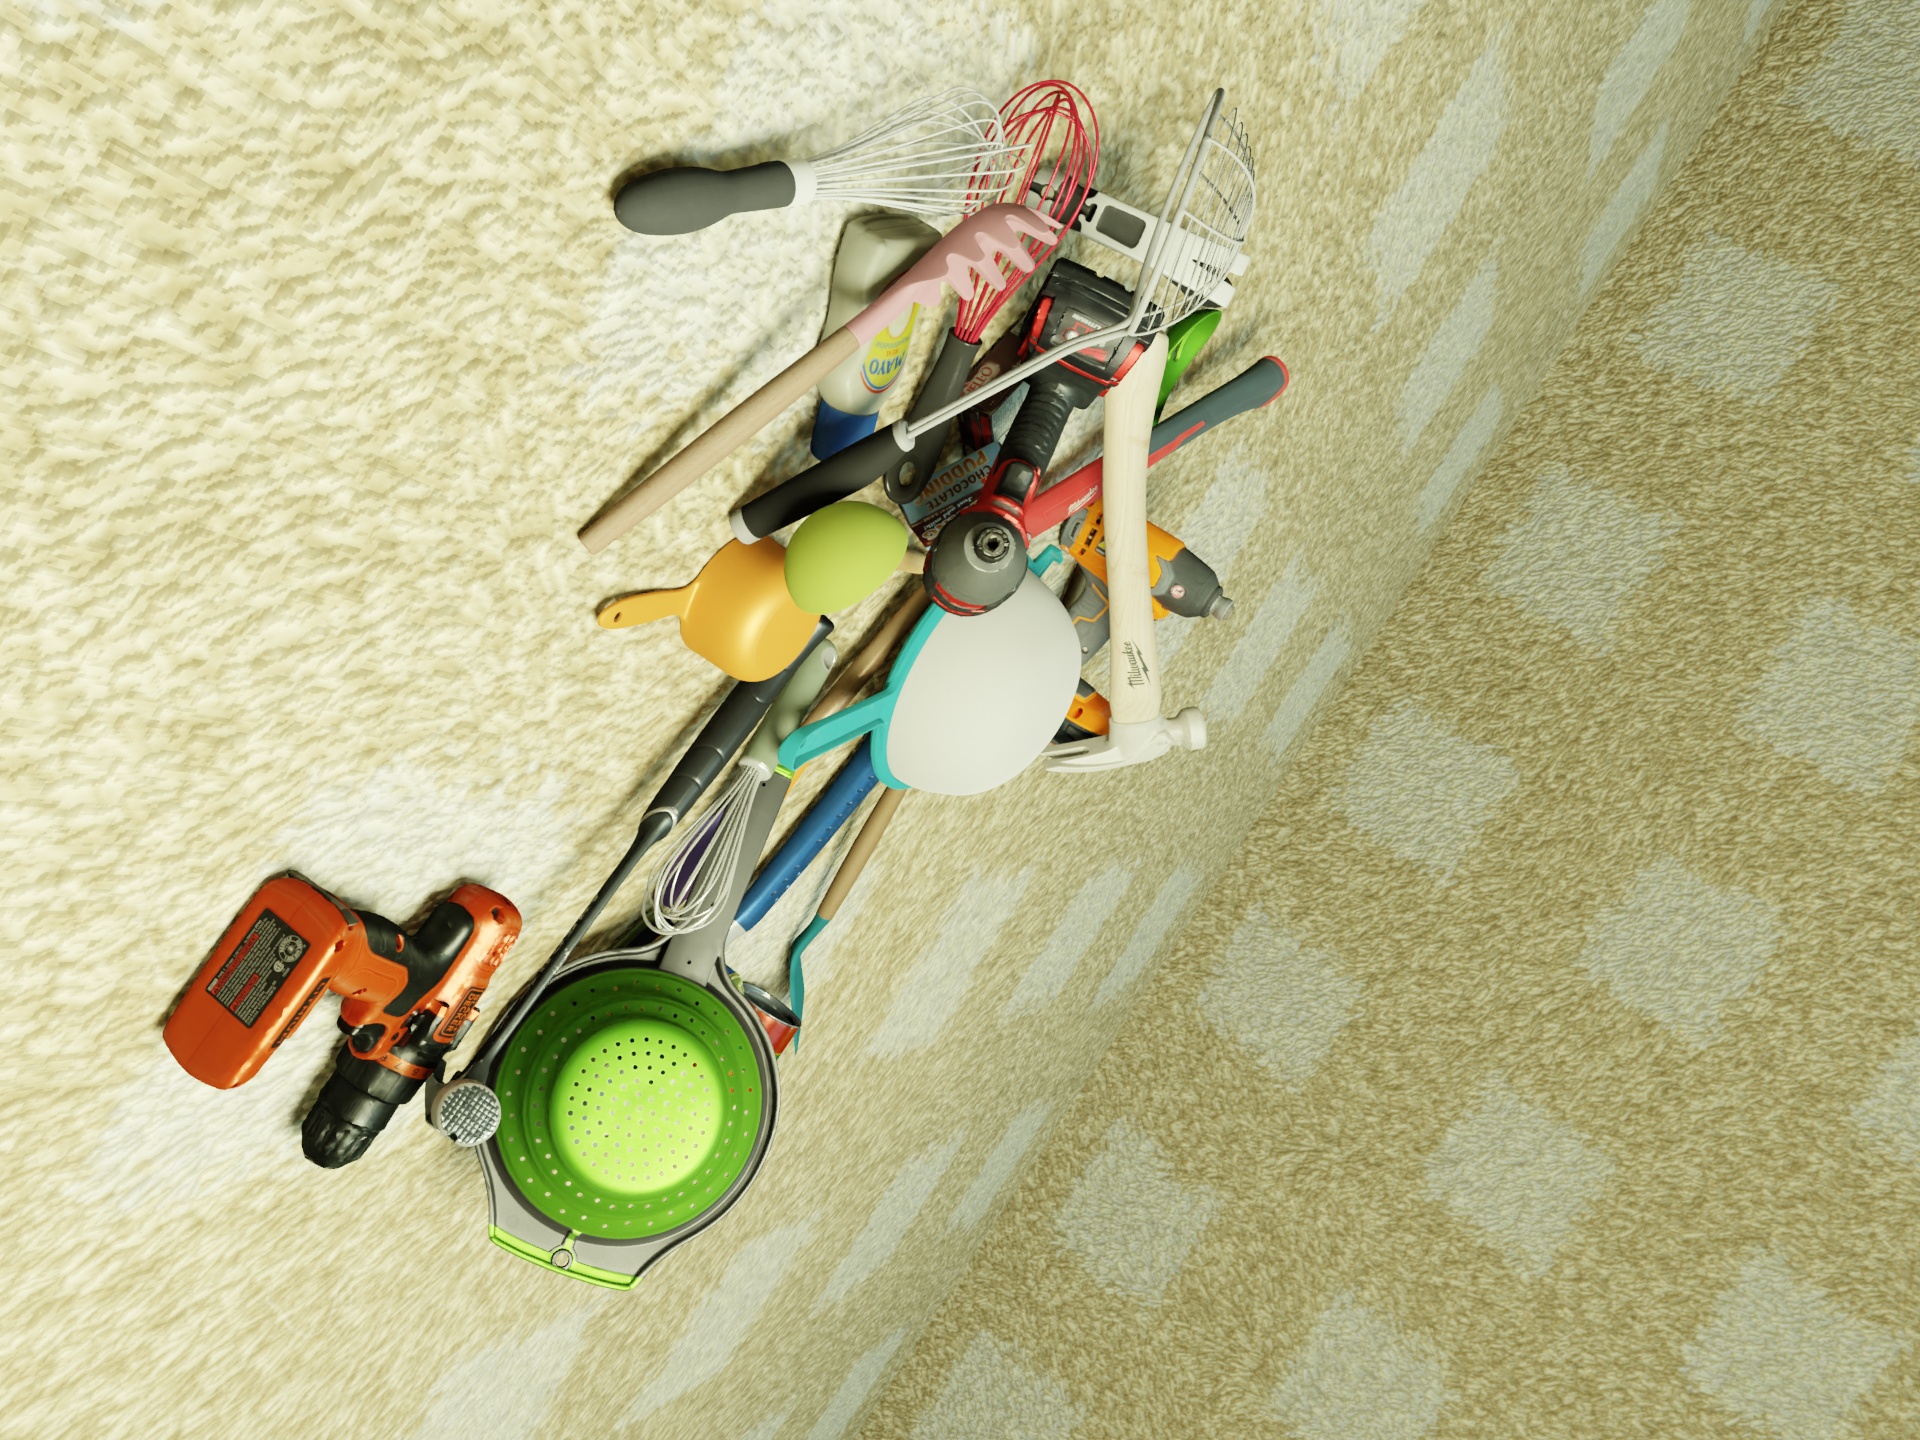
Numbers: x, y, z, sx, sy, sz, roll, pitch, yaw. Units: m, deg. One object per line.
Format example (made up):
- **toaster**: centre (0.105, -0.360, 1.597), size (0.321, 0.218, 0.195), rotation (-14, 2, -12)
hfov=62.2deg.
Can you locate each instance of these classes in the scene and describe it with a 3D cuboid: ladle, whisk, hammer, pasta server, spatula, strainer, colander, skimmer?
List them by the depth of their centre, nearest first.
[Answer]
- **whisk**: centre (-0.065, -0.280, 0.817), size (0.284, 0.070, 0.070), rotation (-28, 146, -43)
- **pasta server**: centre (-0.075, -0.187, 0.869), size (0.316, 0.040, 0.060), rotation (-40, 179, -9)
- **skimmer**: centre (0.004, -0.210, 0.878), size (0.363, 0.090, 0.127), rotation (-25, -157, 22)
- **whisk**: centre (0.010, -0.261, 1.007), size (0.073, 0.073, 0.295), rotation (-29, 152, -51)
- **hammer**: centre (-0.204, 0.082, 1.011), size (0.409, 0.036, 0.149), rotation (-56, -163, -20)
- **ladle**: centre (-0.047, -0.100, 1.044), size (0.078, 0.062, 0.320), rotation (-30, 177, 10)
- **colander**: centre (-0.184, 0.176, 1.055), size (0.397, 0.204, 0.094), rotation (-69, -169, -15)
- **whisk**: centre (-0.143, 0.039, 1.068), size (0.246, 0.059, 0.057), rotation (-64, 146, -30)
- **hammer**: centre (0.159, -0.332, 1.158), size (0.035, 0.146, 0.335), rotation (-64, 167, 15)
- **spatula**: centre (-0.117, 0.013, 1.169), size (0.316, 0.018, 0.059), rotation (-50, 156, -5)
- **strainer**: centre (-0.002, -0.004, 1.172), size (0.340, 0.095, 0.211), rotation (-27, 142, -56)
- **hammer**: centre (-0.182, 0.171, 1.253), size (0.405, 0.035, 0.144), rotation (-51, 159, -15)
- **hammer**: centre (0.125, -0.129, 1.279), size (0.146, 0.038, 0.410), rotation (-11, 127, -6)
- **hammer**: centre (0.150, -0.234, 1.328), size (0.386, 0.038, 0.143), rotation (-35, 150, -31)
- **spatula**: centre (-0.096, 0.150, 1.365), size (0.317, 0.044, 0.082), rotation (-60, -166, 28)

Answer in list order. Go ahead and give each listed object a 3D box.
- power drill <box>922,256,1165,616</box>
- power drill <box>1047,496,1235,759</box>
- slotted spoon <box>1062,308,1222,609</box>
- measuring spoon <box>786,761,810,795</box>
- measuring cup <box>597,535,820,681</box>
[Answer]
- **power drill**: centre (0.044, -0.173, 1.020), size (0.220, 0.078, 0.143), rotation (-65, -175, -5)
- **power drill**: centre (0.134, -0.070, 1.422), size (0.084, 0.164, 0.226), rotation (-30, 150, -60)
- **slotted spoon**: centre (0.152, -0.229, 1.419), size (0.070, 0.031, 0.313), rotation (-28, 148, -51)
- **measuring spoon**: centre (-0.133, 0.055, 1.223), size (0.117, 0.011, 0.021), rotation (-57, 160, 1)
- **measuring cup**: centre (-0.145, -0.060, 0.958), size (0.173, 0.052, 0.095), rotation (-20, 140, -61)
